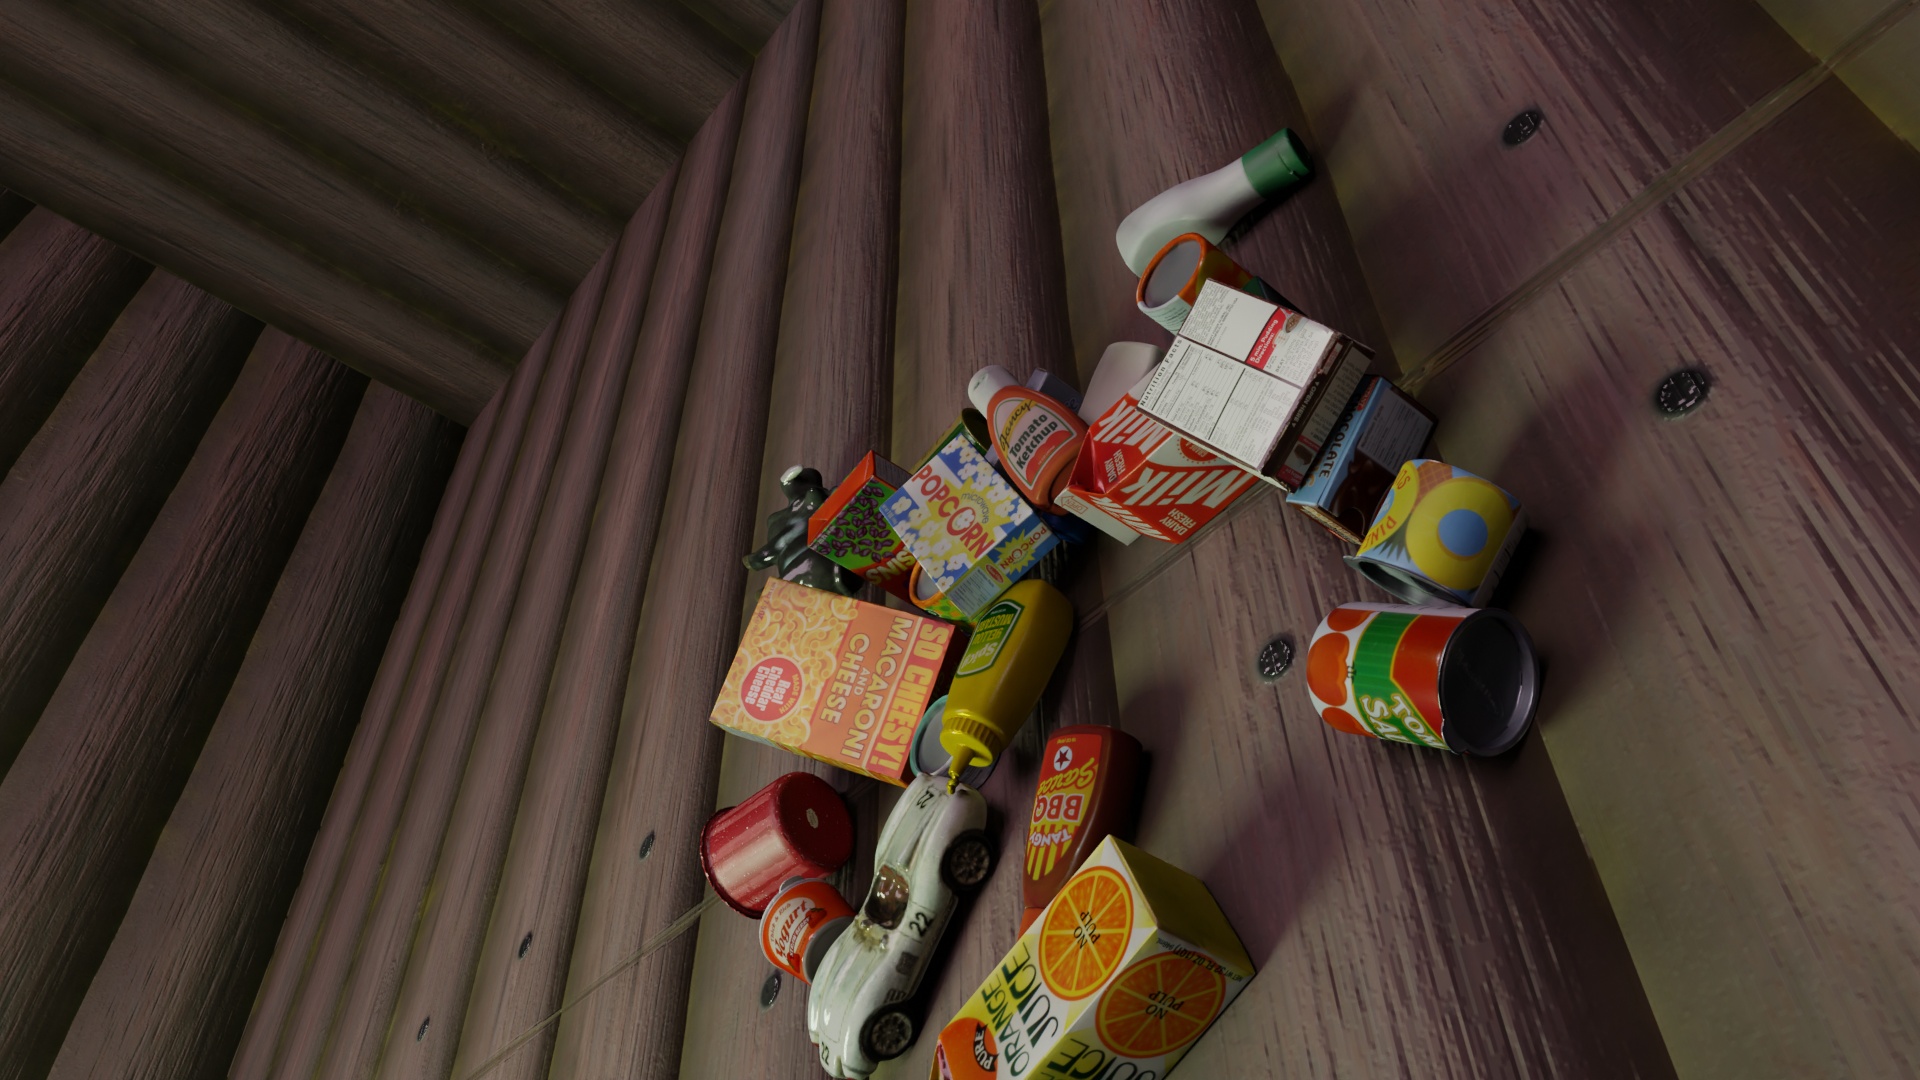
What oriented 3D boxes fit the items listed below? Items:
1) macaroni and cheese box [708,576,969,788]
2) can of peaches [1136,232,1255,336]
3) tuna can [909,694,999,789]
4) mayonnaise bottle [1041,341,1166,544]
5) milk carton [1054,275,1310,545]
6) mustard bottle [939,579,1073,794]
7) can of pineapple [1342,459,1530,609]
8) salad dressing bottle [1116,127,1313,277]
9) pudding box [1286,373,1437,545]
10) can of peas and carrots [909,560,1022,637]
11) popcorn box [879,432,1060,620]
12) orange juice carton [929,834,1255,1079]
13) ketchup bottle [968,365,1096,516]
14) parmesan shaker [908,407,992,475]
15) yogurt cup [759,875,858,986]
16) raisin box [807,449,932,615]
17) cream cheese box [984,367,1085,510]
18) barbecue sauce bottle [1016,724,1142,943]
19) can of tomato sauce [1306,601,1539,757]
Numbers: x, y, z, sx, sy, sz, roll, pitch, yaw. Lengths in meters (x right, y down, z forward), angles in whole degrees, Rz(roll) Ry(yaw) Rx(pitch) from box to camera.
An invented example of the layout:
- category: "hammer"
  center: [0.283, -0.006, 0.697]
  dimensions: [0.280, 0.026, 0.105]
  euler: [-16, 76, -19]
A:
- category: "macaroni and cheese box"
  center: [-0.091, 0.106, 1.052]
  dimensions: [0.166, 0.040, 0.124]
  euler: [13, 71, 24]
- category: "can of peaches"
  center: [0.167, -0.175, 0.974]
  dimensions: [0.071, 0.058, 0.071]
  euler: [-40, 34, 34]
- category: "tuna can"
  center: [-0.003, 0.141, 0.973]
  dimensions: [0.070, 0.033, 0.071]
  euler: [-39, 34, 34]
- category: "mayonnaise bottle"
  center: [0.103, -0.070, 0.997]
  dimensions: [0.065, 0.041, 0.148]
  euler: [14, 77, 58]
- category: "milk carton"
  center: [0.148, -0.068, 0.884]
  dimensions: [0.189, 0.072, 0.074]
  euler: [-43, 32, 29]
- category: "mustard bottle"
  center: [0.023, 0.098, 0.924]
  dimensions: [0.065, 0.048, 0.161]
  euler: [-21, 33, 48]
- category: "can of pineapple"
  center: [0.234, -0.001, 0.680]
  dimensions: [0.058, 0.071, 0.071]
  euler: [-61, 27, -5]
- category: "salad dressing bottle"
  center: [0.185, -0.246, 1.017]
  dimensions: [0.147, 0.064, 0.044]
  euler: [-28, 59, 32]
- category: "pudding box"
  center: [0.221, -0.044, 0.765]
  dimensions: [0.084, 0.049, 0.030]
  euler: [-63, 26, -6]
- category: "can of peas and carrots"
  center: [0.002, 0.033, 1.043]
  dimensions: [0.070, 0.058, 0.071]
  euler: [-40, 33, 33]
- category: "popcorn box"
  center: [0.004, -0.012, 0.989]
  dimensions: [0.085, 0.038, 0.127]
  euler: [-42, 39, 2]
- category: "orange juice carton"
  center: [0.056, 0.256, 0.721]
  dimensions: [0.192, 0.072, 0.073]
  euler: [-53, 28, 12]
- category: "ketchup bottle"
  center: [0.050, -0.078, 0.991]
  dimensions: [0.064, 0.043, 0.149]
  euler: [-50, 37, 11]
- category: "parmesan shaker"
  center: [-0.004, -0.049, 1.129]
  dimensions: [0.102, 0.071, 0.071]
  euler: [-47, 30, 24]
- category: "yogurt cup"
  center: [-0.098, 0.277, 0.966]
  dimensions: [0.054, 0.072, 0.072]
  euler: [17, 78, 54]
- category: "raisin box"
  center: [-0.045, -0.004, 1.086]
  dimensions: [0.086, 0.123, 0.040]
  euler: [-46, 29, 24]
- category: "cream cheese box"
  center: [0.056, -0.074, 1.063]
  dimensions: [0.104, 0.053, 0.024]
  euler: [-60, 25, 0]
- category: "barbecue sauce bottle"
  center: [0.064, 0.183, 0.809]
  dimensions: [0.064, 0.043, 0.149]
  euler: [-18, 48, 51]
- category: "can of tomato sauce"
  center: [0.214, 0.065, 0.651]
  dimensions: [0.083, 0.071, 0.071]
  euler: [0, 63, 60]
